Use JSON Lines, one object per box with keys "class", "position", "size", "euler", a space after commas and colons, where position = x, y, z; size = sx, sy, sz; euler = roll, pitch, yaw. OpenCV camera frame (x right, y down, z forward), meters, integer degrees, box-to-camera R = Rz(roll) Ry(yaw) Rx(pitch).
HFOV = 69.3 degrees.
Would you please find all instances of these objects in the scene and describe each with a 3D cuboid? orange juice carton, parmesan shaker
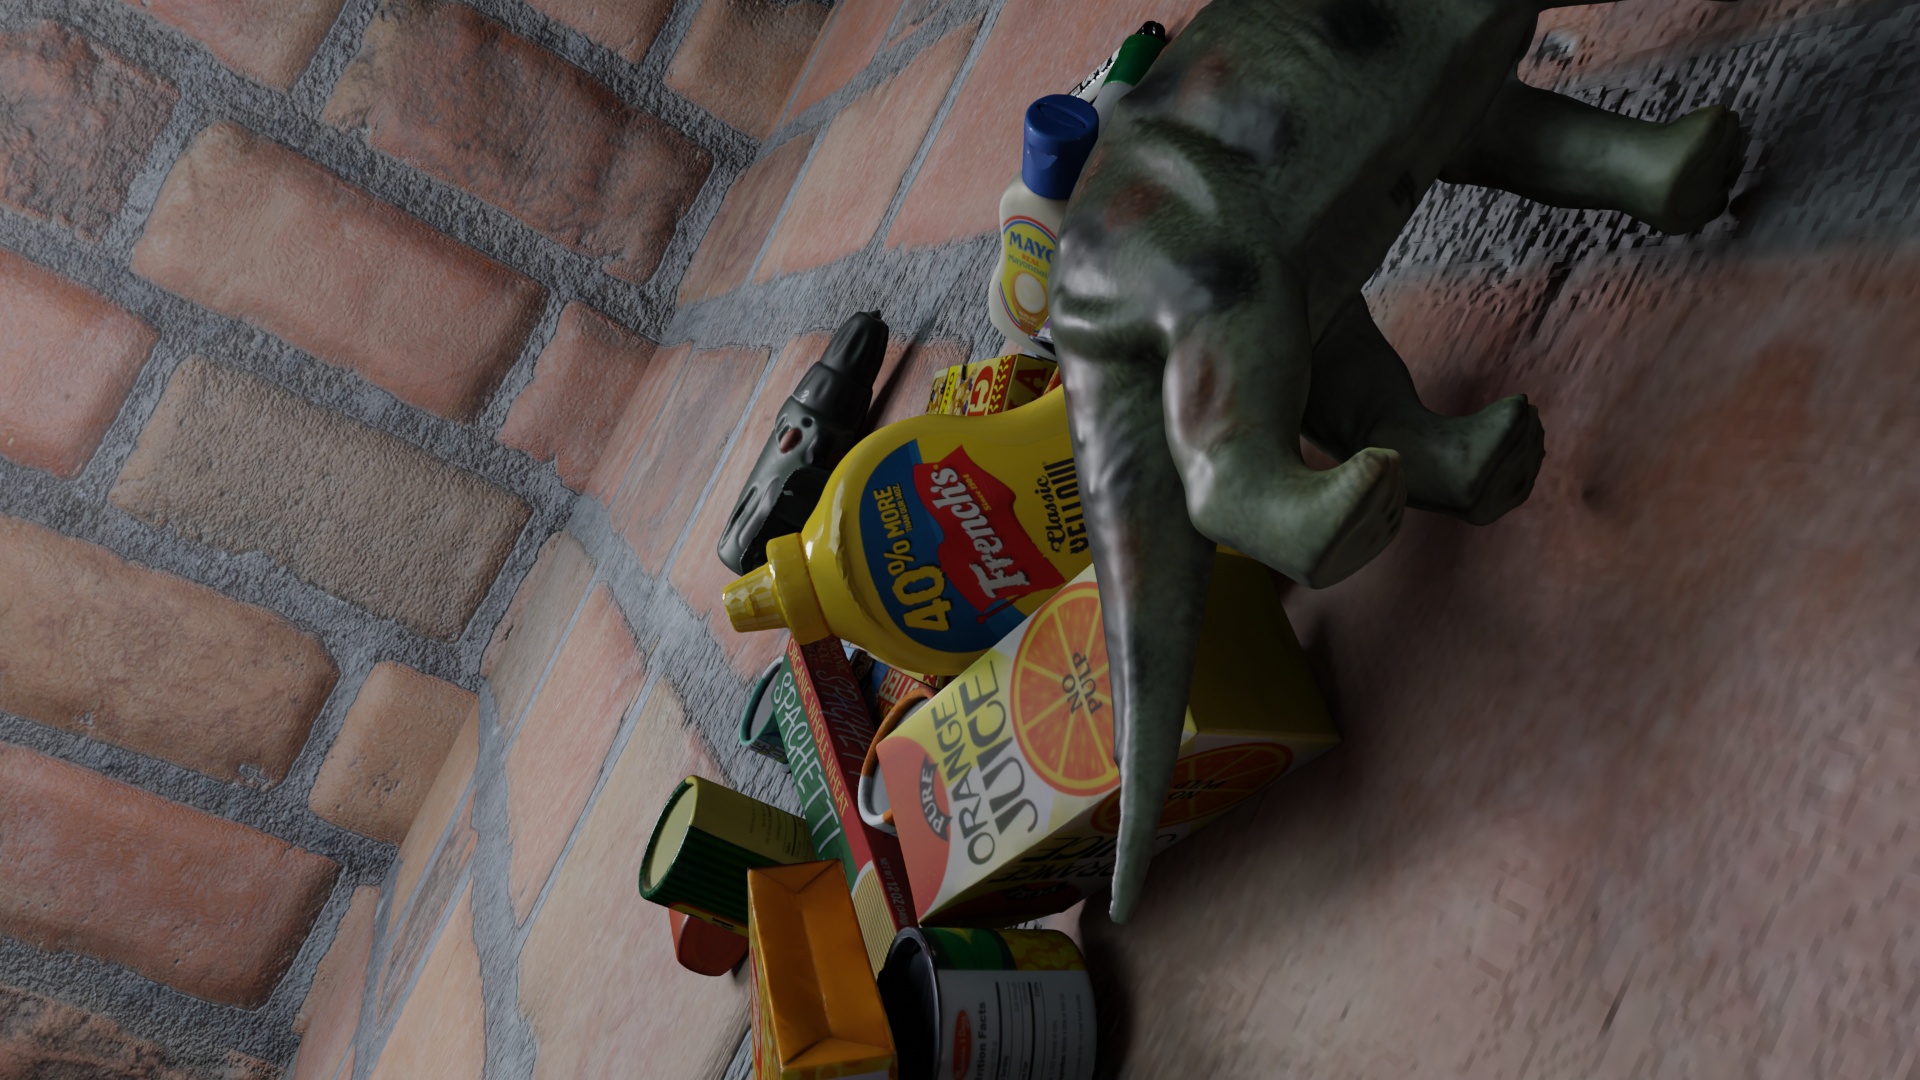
{"class": "orange juice carton", "position": [0.034, 0.082, 0.500], "size": [0.191, 0.073, 0.072], "euler": [-43, 52, 38]}
{"class": "parmesan shaker", "position": [-0.104, 0.168, 0.711], "size": [0.071, 0.103, 0.072], "euler": [-50, 24, 32]}

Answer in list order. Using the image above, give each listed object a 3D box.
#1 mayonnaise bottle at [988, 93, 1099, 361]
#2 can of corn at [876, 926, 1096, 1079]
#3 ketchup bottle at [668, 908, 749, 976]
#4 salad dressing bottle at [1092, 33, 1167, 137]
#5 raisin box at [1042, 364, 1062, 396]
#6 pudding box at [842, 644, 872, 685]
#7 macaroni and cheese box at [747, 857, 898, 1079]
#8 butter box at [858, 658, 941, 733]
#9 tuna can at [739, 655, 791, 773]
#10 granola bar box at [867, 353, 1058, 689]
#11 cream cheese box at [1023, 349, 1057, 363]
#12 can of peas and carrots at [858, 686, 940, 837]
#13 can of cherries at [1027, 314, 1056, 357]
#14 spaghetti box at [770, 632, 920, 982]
{"class": "mayonnaise bottle", "position": [0.048, -0.161, 0.724], "size": [0.041, 0.065, 0.147], "euler": [-48, -22, -28]}
{"class": "can of corn", "position": [0.007, 0.169, 0.487], "size": [0.071, 0.058, 0.071], "euler": [-172, 89, -70]}
{"class": "ketchup bottle", "position": [-0.159, 0.210, 0.873], "size": [0.064, 0.043, 0.149], "euler": [-61, 21, 3]}
{"class": "salad dressing bottle", "position": [0.086, -0.236, 0.838], "size": [0.148, 0.044, 0.064], "euler": [-63, -3, -13]}
{"class": "raisin box", "position": [0.066, -0.027, 0.566], "size": [0.040, 0.086, 0.123], "euler": [92, -158, -82]}
{"class": "pudding box", "position": [-0.073, 0.088, 0.840], "size": [0.083, 0.030, 0.050], "euler": [0, 66, 67]}
{"class": "macaroni and cheese box", "position": [-0.052, 0.222, 0.507], "size": [0.124, 0.040, 0.165], "euler": [-128, 37, -69]}
{"class": "butter box", "position": [-0.034, 0.097, 0.744], "size": [0.053, 0.024, 0.103], "euler": [-65, 20, -6]}
{"class": "tuna can", "position": [-0.116, 0.113, 0.905], "size": [0.070, 0.033, 0.071], "euler": [-49, 24, 31]}
{"class": "granola bar box", "position": [0.003, -0.009, 0.714], "size": [0.124, 0.039, 0.165], "euler": [-174, 98, -71]}
{"class": "cream cheese box", "position": [0.042, -0.066, 0.764], "size": [0.053, 0.024, 0.104], "euler": [-55, 22, 18]}
{"class": "can of peas and carrots", "position": [-0.003, 0.103, 0.616], "size": [0.070, 0.058, 0.071], "euler": [-49, 25, 32]}
{"class": "can of cherries", "position": [0.076, -0.108, 0.672], "size": [0.058, 0.071, 0.071], "euler": [-62, 21, 2]}
{"class": "spaghetti box", "position": [-0.056, 0.128, 0.693], "size": [0.251, 0.029, 0.050], "euler": [-121, 46, -57]}
